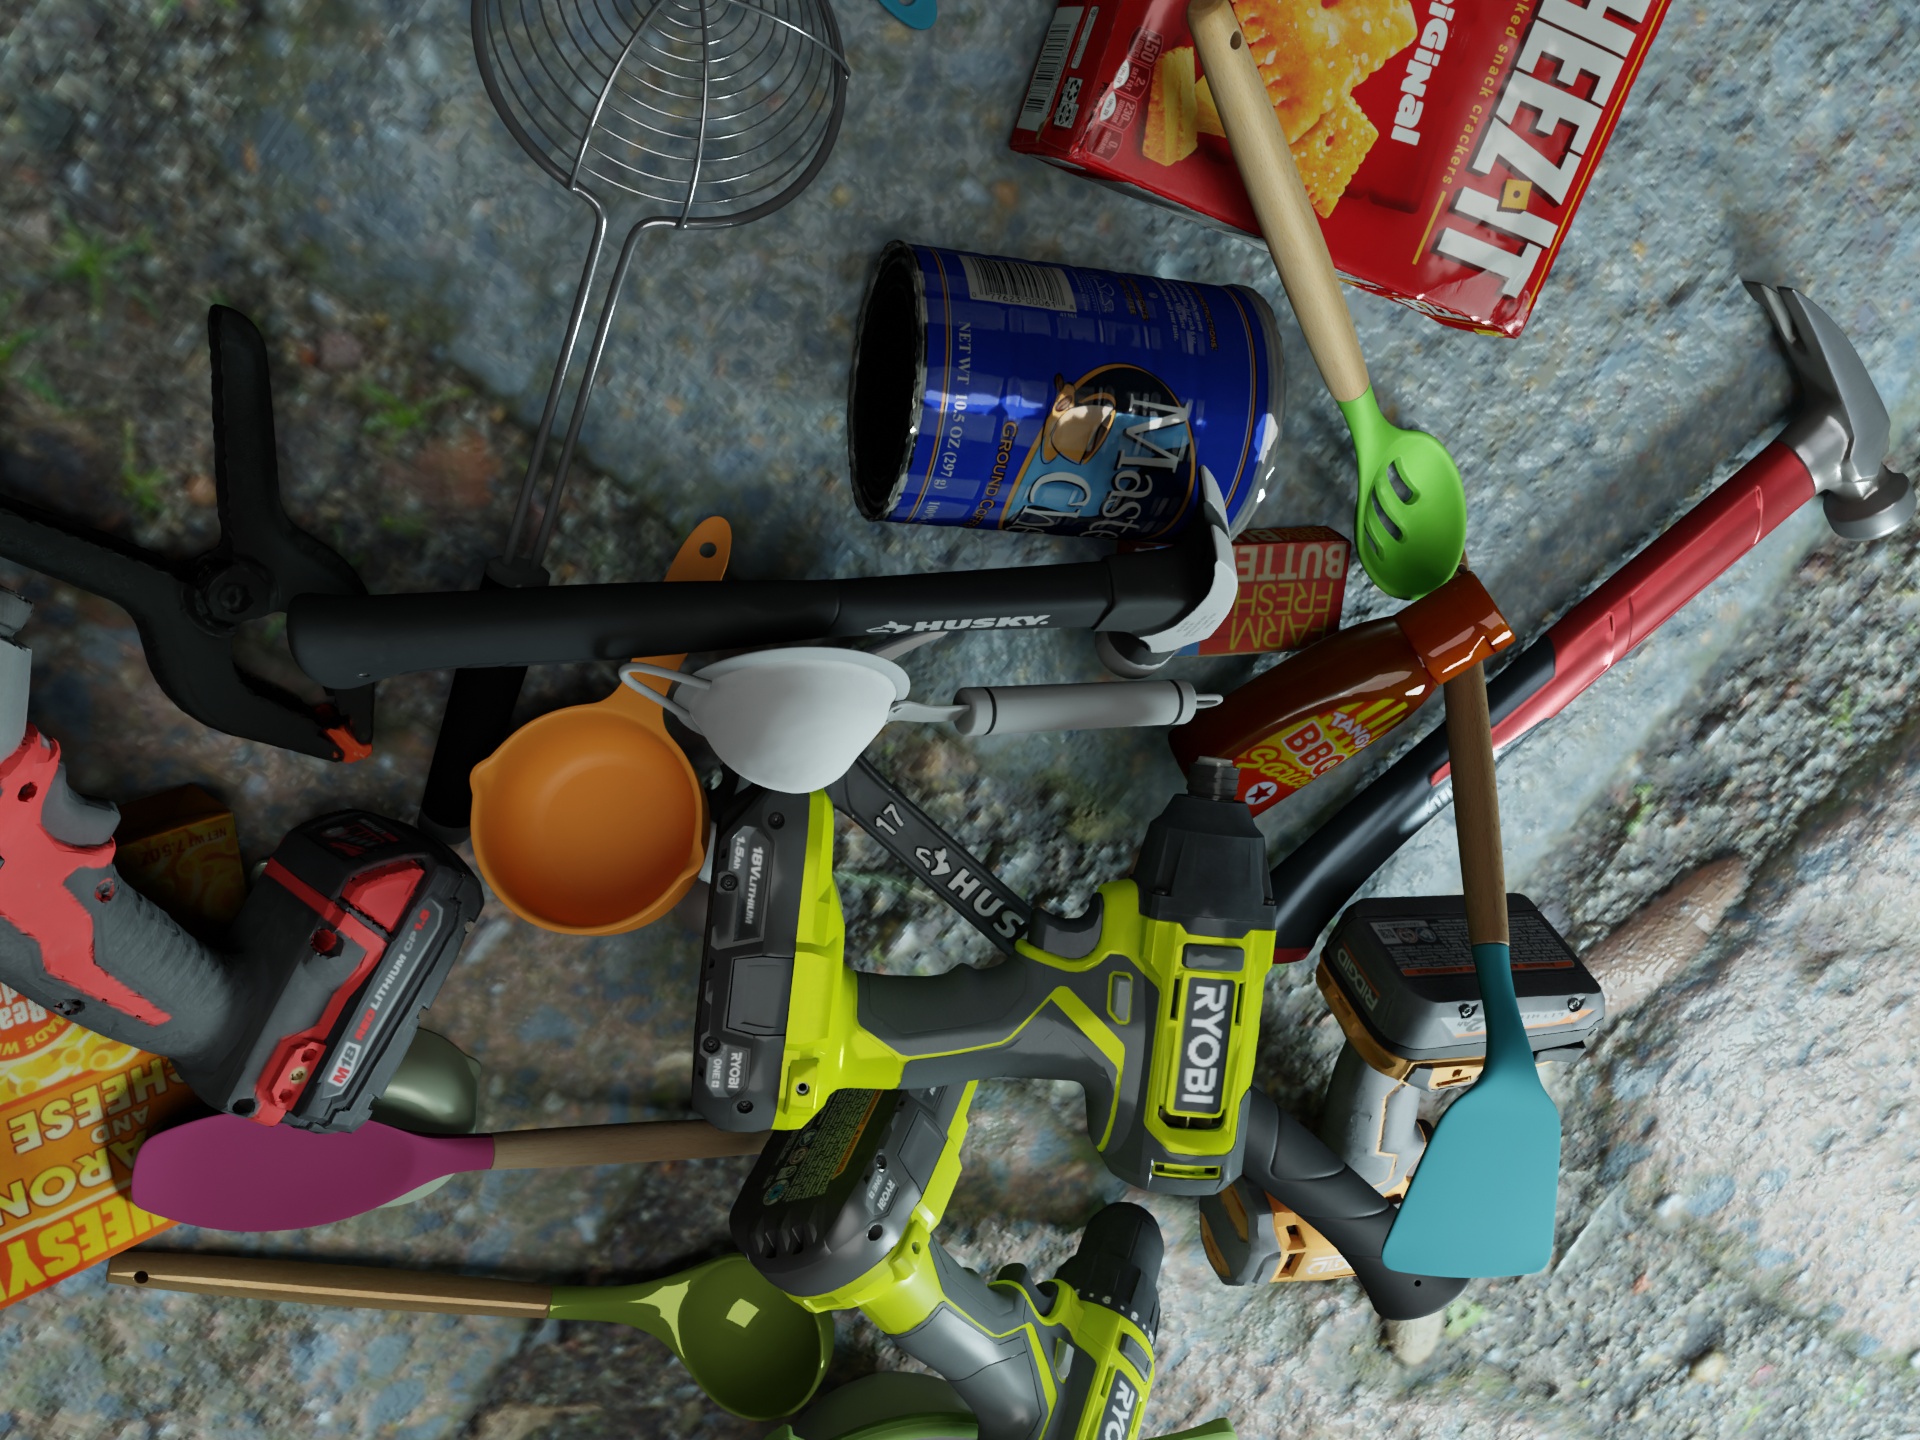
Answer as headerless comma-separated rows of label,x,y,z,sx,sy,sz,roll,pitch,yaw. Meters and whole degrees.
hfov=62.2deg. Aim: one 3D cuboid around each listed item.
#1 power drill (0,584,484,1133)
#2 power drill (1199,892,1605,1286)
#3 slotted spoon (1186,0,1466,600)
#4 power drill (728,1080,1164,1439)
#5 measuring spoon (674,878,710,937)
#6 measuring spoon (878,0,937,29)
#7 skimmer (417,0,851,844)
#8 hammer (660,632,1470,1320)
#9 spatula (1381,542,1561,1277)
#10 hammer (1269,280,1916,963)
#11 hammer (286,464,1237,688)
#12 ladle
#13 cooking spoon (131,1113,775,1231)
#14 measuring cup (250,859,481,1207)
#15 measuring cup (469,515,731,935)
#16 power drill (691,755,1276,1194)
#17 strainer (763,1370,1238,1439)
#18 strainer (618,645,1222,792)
power drill,-0.282,0.052,0.538,0.219,0.079,0.143,35,78,-48
power drill,0.235,0.193,0.795,0.185,0.084,0.226,1,125,-20
slotted spoon,0.142,-0.145,0.605,0.070,0.031,0.313,-57,141,-12
power drill,0.013,0.249,0.729,0.080,0.191,0.228,-22,113,34
measuring spoon,-0.145,0.068,0.676,0.124,0.018,0.034,20,105,-22
measuring spoon,-0.053,-0.295,0.556,0.042,0.021,0.128,-45,126,4
skimmer,-0.147,-0.120,0.591,0.127,0.090,0.363,14,117,-20
hammer,0.072,0.126,0.695,0.409,0.036,0.149,41,93,-9
spatula,0.218,0.074,0.688,0.082,0.044,0.318,7,71,-17
hammer,0.268,-0.031,0.747,0.386,0.038,0.143,-41,116,3
hammer,-0.061,-0.041,0.569,0.334,0.146,0.035,-4,75,-12
ladle,-0.213,0.267,0.719,0.320,0.062,0.078,12,95,-18
cooking spoon,-0.176,0.183,0.682,0.318,0.017,0.068,6,121,-31
measuring cup,-0.256,0.133,0.658,0.083,0.038,0.167,-19,118,-8
measuring cup,-0.127,0.003,0.633,0.095,0.052,0.174,21,78,3
power drill,0.012,0.091,0.630,0.223,0.080,0.171,6,92,-10
strainer,0.014,0.369,0.816,0.256,0.069,0.151,-4,125,-15
strainer,-0.001,-0.002,0.607,0.258,0.087,0.050,-3,69,-30
